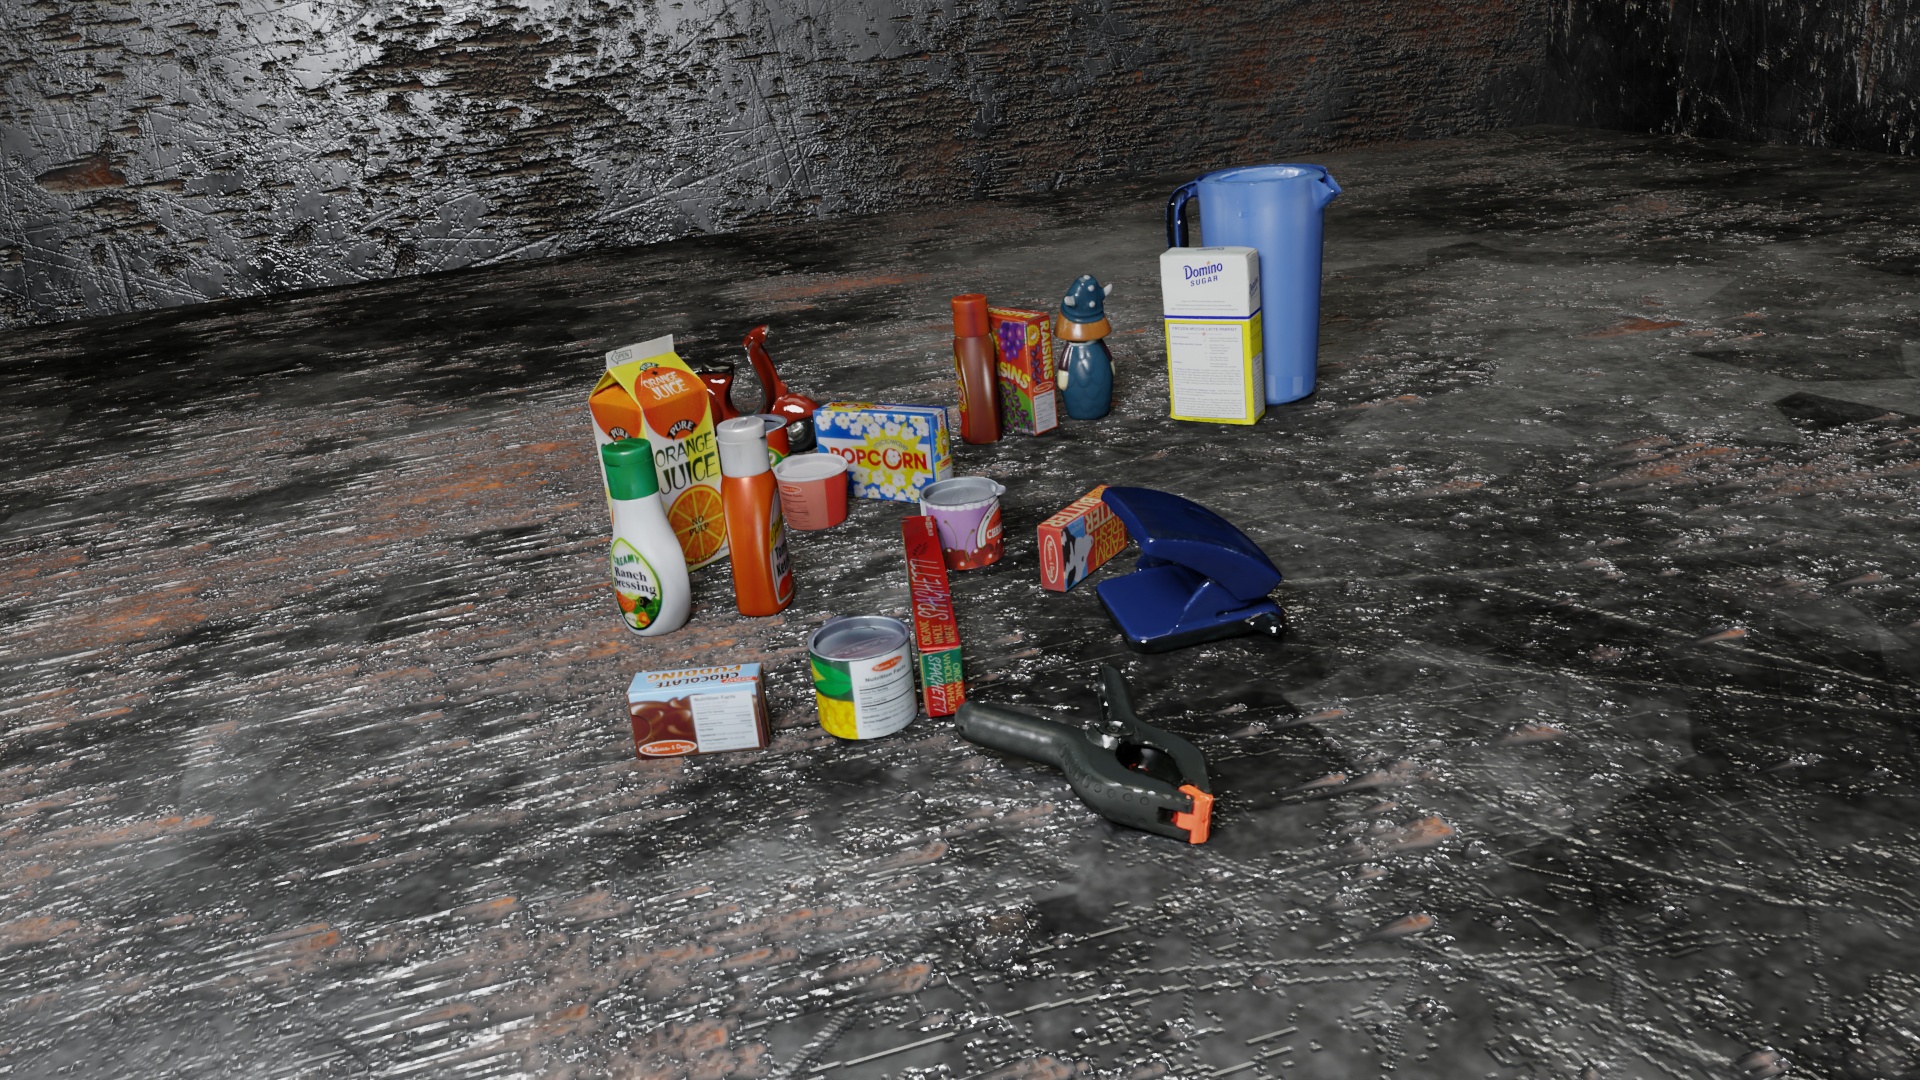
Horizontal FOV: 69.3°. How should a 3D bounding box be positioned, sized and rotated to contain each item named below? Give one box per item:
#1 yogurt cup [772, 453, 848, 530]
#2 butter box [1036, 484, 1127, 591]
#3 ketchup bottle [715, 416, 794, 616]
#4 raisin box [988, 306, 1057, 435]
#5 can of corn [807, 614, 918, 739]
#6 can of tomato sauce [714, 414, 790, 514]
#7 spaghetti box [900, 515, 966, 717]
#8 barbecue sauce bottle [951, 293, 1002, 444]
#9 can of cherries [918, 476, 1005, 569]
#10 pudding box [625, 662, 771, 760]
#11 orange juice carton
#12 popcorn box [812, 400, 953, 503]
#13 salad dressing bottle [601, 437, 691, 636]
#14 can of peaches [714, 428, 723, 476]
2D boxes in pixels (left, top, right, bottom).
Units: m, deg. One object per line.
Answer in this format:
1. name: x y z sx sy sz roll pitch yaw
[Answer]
1. yogurt cup: -0.132 -0.043 1.251 0.072 0.053 0.072 -5 21 2
2. butter box: 0.097 -0.003 1.094 0.024 0.053 0.104 9 26 34
3. ketchup bottle: -0.160 -0.020 1.069 0.043 0.148 0.065 -3 21 7
4. raisin box: 0.055 -0.179 1.456 0.040 0.123 0.086 -22 27 -37
5. can of corn: -0.063 0.087 0.898 0.071 0.058 0.071 -5 21 2
6. can of tomato sauce: -0.189 -0.068 1.289 0.071 0.082 0.071 -5 21 2
7. spaghetti box: -0.022 0.047 1.000 0.029 0.050 0.251 -7 21 -3
8. barbecue sauce bottle: 0.016 -0.177 1.426 0.044 0.148 0.065 -7 21 -4
9. can of cherries: 0.004 -0.014 1.139 0.071 0.058 0.072 -5 21 2
10. pudding box: -0.165 0.108 0.881 0.084 0.049 0.030 -6 21 0
11. orange juice carton: -0.253 -0.072 1.166 0.073 0.191 0.072 12 27 38
12. popcorn box: -0.071 -0.083 1.296 0.127 0.085 0.038 6 24 27
13. salad dressing bottle: -0.239 -0.003 1.047 0.064 0.147 0.044 9 25 34
14. can of peaches: -0.212 -0.080 1.359 0.071 0.057 0.071 -5 21 2
